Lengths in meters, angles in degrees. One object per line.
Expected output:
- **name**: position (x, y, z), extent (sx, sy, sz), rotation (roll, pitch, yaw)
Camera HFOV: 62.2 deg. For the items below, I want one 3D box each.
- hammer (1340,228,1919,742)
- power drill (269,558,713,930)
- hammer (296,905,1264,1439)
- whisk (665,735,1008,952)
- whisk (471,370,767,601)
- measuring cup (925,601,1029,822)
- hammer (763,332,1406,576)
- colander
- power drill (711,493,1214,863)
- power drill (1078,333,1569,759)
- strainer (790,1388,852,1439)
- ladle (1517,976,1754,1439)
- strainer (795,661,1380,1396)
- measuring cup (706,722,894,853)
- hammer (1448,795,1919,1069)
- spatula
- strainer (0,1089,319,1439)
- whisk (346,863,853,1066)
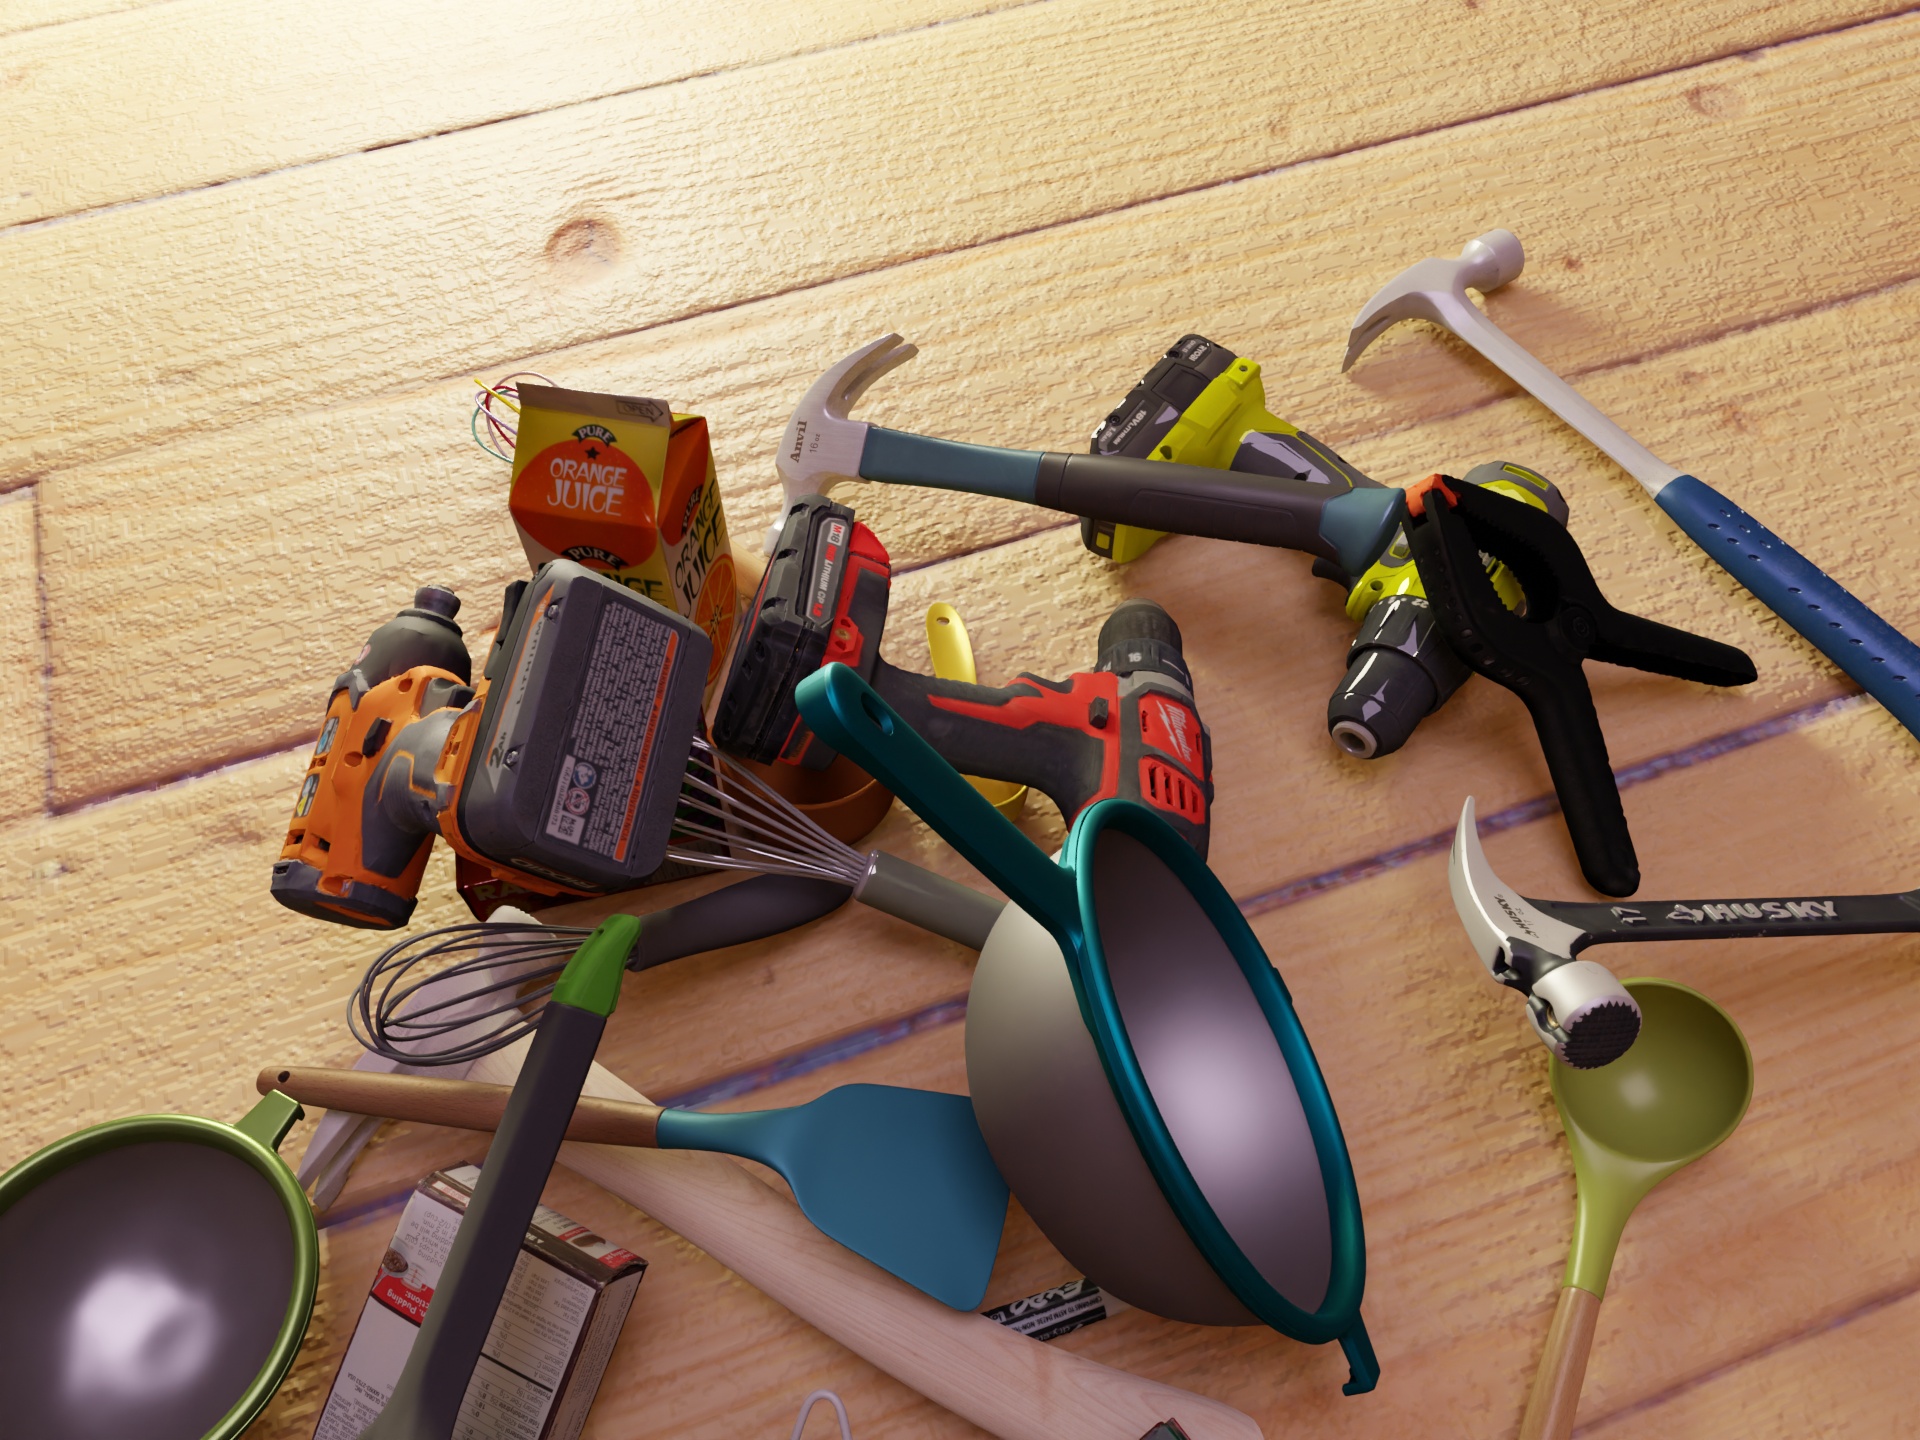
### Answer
- **hammer**: position (0.380, -0.132, 0.878), extent (0.144, 0.035, 0.406), rotation (-28, 59, -17)
- **power drill**: position (-0.206, 0.002, 0.678), extent (0.226, 0.084, 0.164), rotation (-11, 61, 44)
- **hammer**: position (-0.074, 0.216, 0.624), extent (0.411, 0.038, 0.146), rotation (24, 60, 22)
- **whisk**: position (-0.050, 0.066, 0.708), extent (0.246, 0.059, 0.058), rotation (23, 64, -7)
- **whisk**: position (-0.187, -0.127, 0.885), extent (0.245, 0.047, 0.051), rotation (35, 61, 19)
- **measuring cup**: position (-0.001, -0.003, 0.808), extent (0.062, 0.029, 0.157), rotation (-1, 42, -9)
- **hammer**: position (0.054, -0.119, 0.803), extent (0.331, 0.033, 0.128), rotation (12, 91, 24)
- **colander**: position (-0.151, 0.263, 0.519), extent (0.094, 0.204, 0.397), rotation (24, 74, -19)
- **power drill**: position (0.013, -0.022, 0.744), extent (0.226, 0.080, 0.188), rotation (21, 38, -11)
- **power drill**: position (0.178, -0.093, 0.832), extent (0.229, 0.080, 0.190), rotation (31, 61, 18)
- **strainer**: position (-0.065, 0.366, 0.536), extent (0.087, 0.050, 0.259), rotation (3, 60, 12)
- **ladle**: position (0.234, 0.241, 0.607), extent (0.078, 0.062, 0.320), rotation (20, 60, 17)
- **strainer**: position (0.028, 0.105, 0.577), extent (0.095, 0.340, 0.211), rotation (-30, 36, 22)
- **measuring cup**: position (-0.074, -0.010, 0.795), extent (0.095, 0.052, 0.174), rotation (0, 49, -3)
- **hammer**: position (0.406, 0.081, 0.687), extent (0.409, 0.036, 0.149), rotation (0, 29, -12)
- **spatula**: position (-0.139, 0.166, 0.634), extent (0.317, 0.044, 0.082), rotation (3, 54, 15)
- **strainer**: position (-0.298, 0.275, 0.587), extent (0.151, 0.069, 0.257), rotation (-17, 57, -13)
- **whisk**: position (-0.142, 0.095, 0.679), extent (0.239, 0.055, 0.055), rotation (-12, 50, -41)
